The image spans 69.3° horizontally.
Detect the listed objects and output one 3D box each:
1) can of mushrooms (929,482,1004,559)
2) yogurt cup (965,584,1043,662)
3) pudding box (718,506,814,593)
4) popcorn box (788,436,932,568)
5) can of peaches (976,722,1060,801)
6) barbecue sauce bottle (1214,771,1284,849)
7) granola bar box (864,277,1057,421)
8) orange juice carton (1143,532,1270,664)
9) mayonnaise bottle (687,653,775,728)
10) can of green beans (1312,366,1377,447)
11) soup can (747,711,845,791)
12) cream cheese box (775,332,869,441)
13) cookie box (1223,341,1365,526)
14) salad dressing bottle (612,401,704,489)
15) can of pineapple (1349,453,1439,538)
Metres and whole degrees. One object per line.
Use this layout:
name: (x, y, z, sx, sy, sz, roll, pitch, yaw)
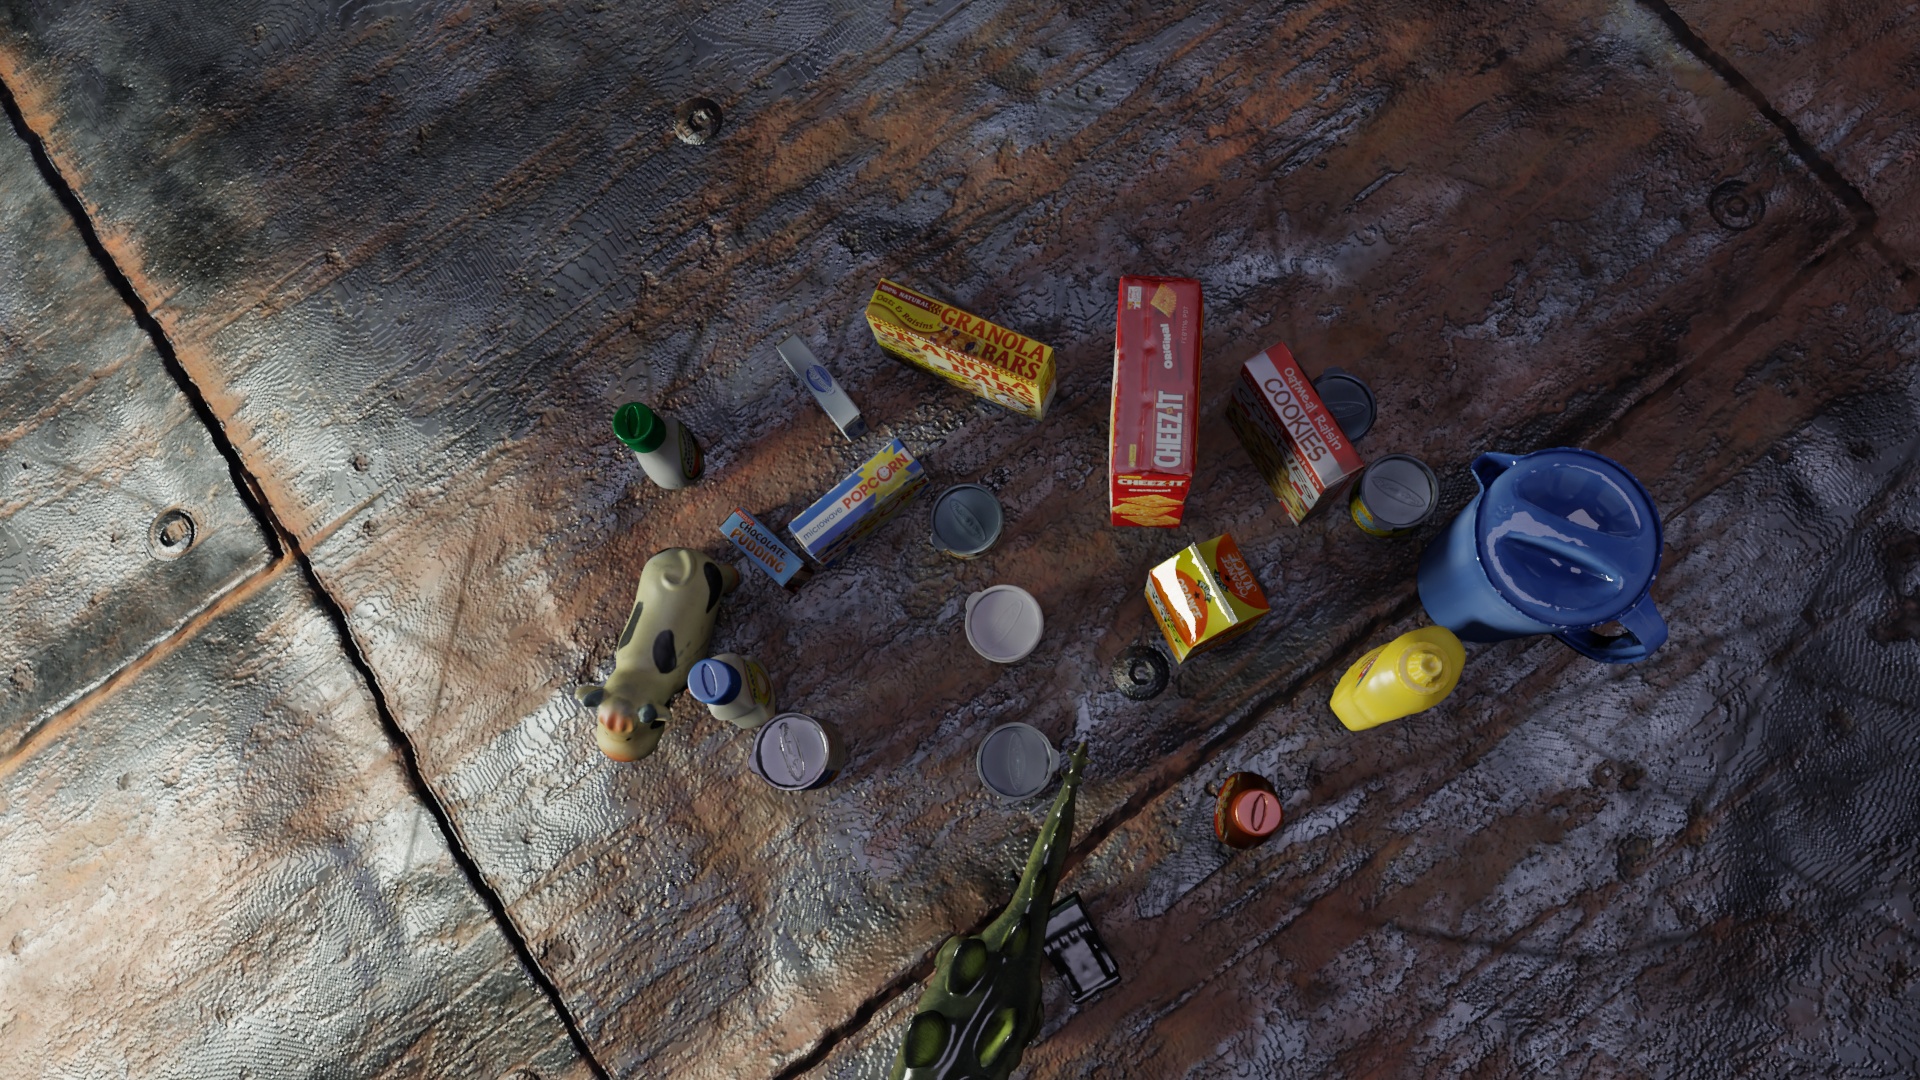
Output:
can of mushrooms: (0.004, -0.016, 1.259, 0.071, 0.033, 0.071, -1, 79, 5)
yogurt cup: (0.040, 0.076, 1.228, 0.072, 0.054, 0.072, -1, 79, 5)
pudding box: (-0.176, 0.009, 1.262, 0.084, 0.049, 0.030, 41, 86, 11)
popcorn box: (-0.088, -0.032, 1.244, 0.127, 0.085, 0.038, -39, 79, -3)
can of peaches: (0.052, 0.192, 1.203, 0.071, 0.058, 0.071, -1, 79, 5)
barbecue sauce bottle: (0.236, 0.221, 1.134, 0.044, 0.148, 0.065, 13, 81, 7)
granola bar box: (0.004, -0.169, 1.242, 0.166, 0.124, 0.039, 24, 83, 9)
orange juice carton: (0.202, 0.048, 1.148, 0.073, 0.192, 0.072, -26, 79, 0)
mayonnaise bottle: (-0.196, 0.126, 1.191, 0.041, 0.148, 0.065, -16, 79, 2)
can of green beans: (0.331, -0.110, 1.236, 0.071, 0.057, 0.071, -1, 79, 5)
soup can: (-0.142, 0.185, 1.208, 0.071, 0.083, 0.071, -1, 80, 5)
cream cheese box: (-0.127, -0.141, 1.285, 0.024, 0.053, 0.104, -39, 78, -2)
cookie box: (0.280, -0.087, 1.180, 0.040, 0.167, 0.123, -31, 78, -1)
salad dressing bottle: (-0.269, -0.086, 1.239, 0.044, 0.147, 0.064, -7, 79, 4)
can of pineapple: (0.377, -0.037, 1.218, 0.071, 0.058, 0.071, -1, 79, 5)
